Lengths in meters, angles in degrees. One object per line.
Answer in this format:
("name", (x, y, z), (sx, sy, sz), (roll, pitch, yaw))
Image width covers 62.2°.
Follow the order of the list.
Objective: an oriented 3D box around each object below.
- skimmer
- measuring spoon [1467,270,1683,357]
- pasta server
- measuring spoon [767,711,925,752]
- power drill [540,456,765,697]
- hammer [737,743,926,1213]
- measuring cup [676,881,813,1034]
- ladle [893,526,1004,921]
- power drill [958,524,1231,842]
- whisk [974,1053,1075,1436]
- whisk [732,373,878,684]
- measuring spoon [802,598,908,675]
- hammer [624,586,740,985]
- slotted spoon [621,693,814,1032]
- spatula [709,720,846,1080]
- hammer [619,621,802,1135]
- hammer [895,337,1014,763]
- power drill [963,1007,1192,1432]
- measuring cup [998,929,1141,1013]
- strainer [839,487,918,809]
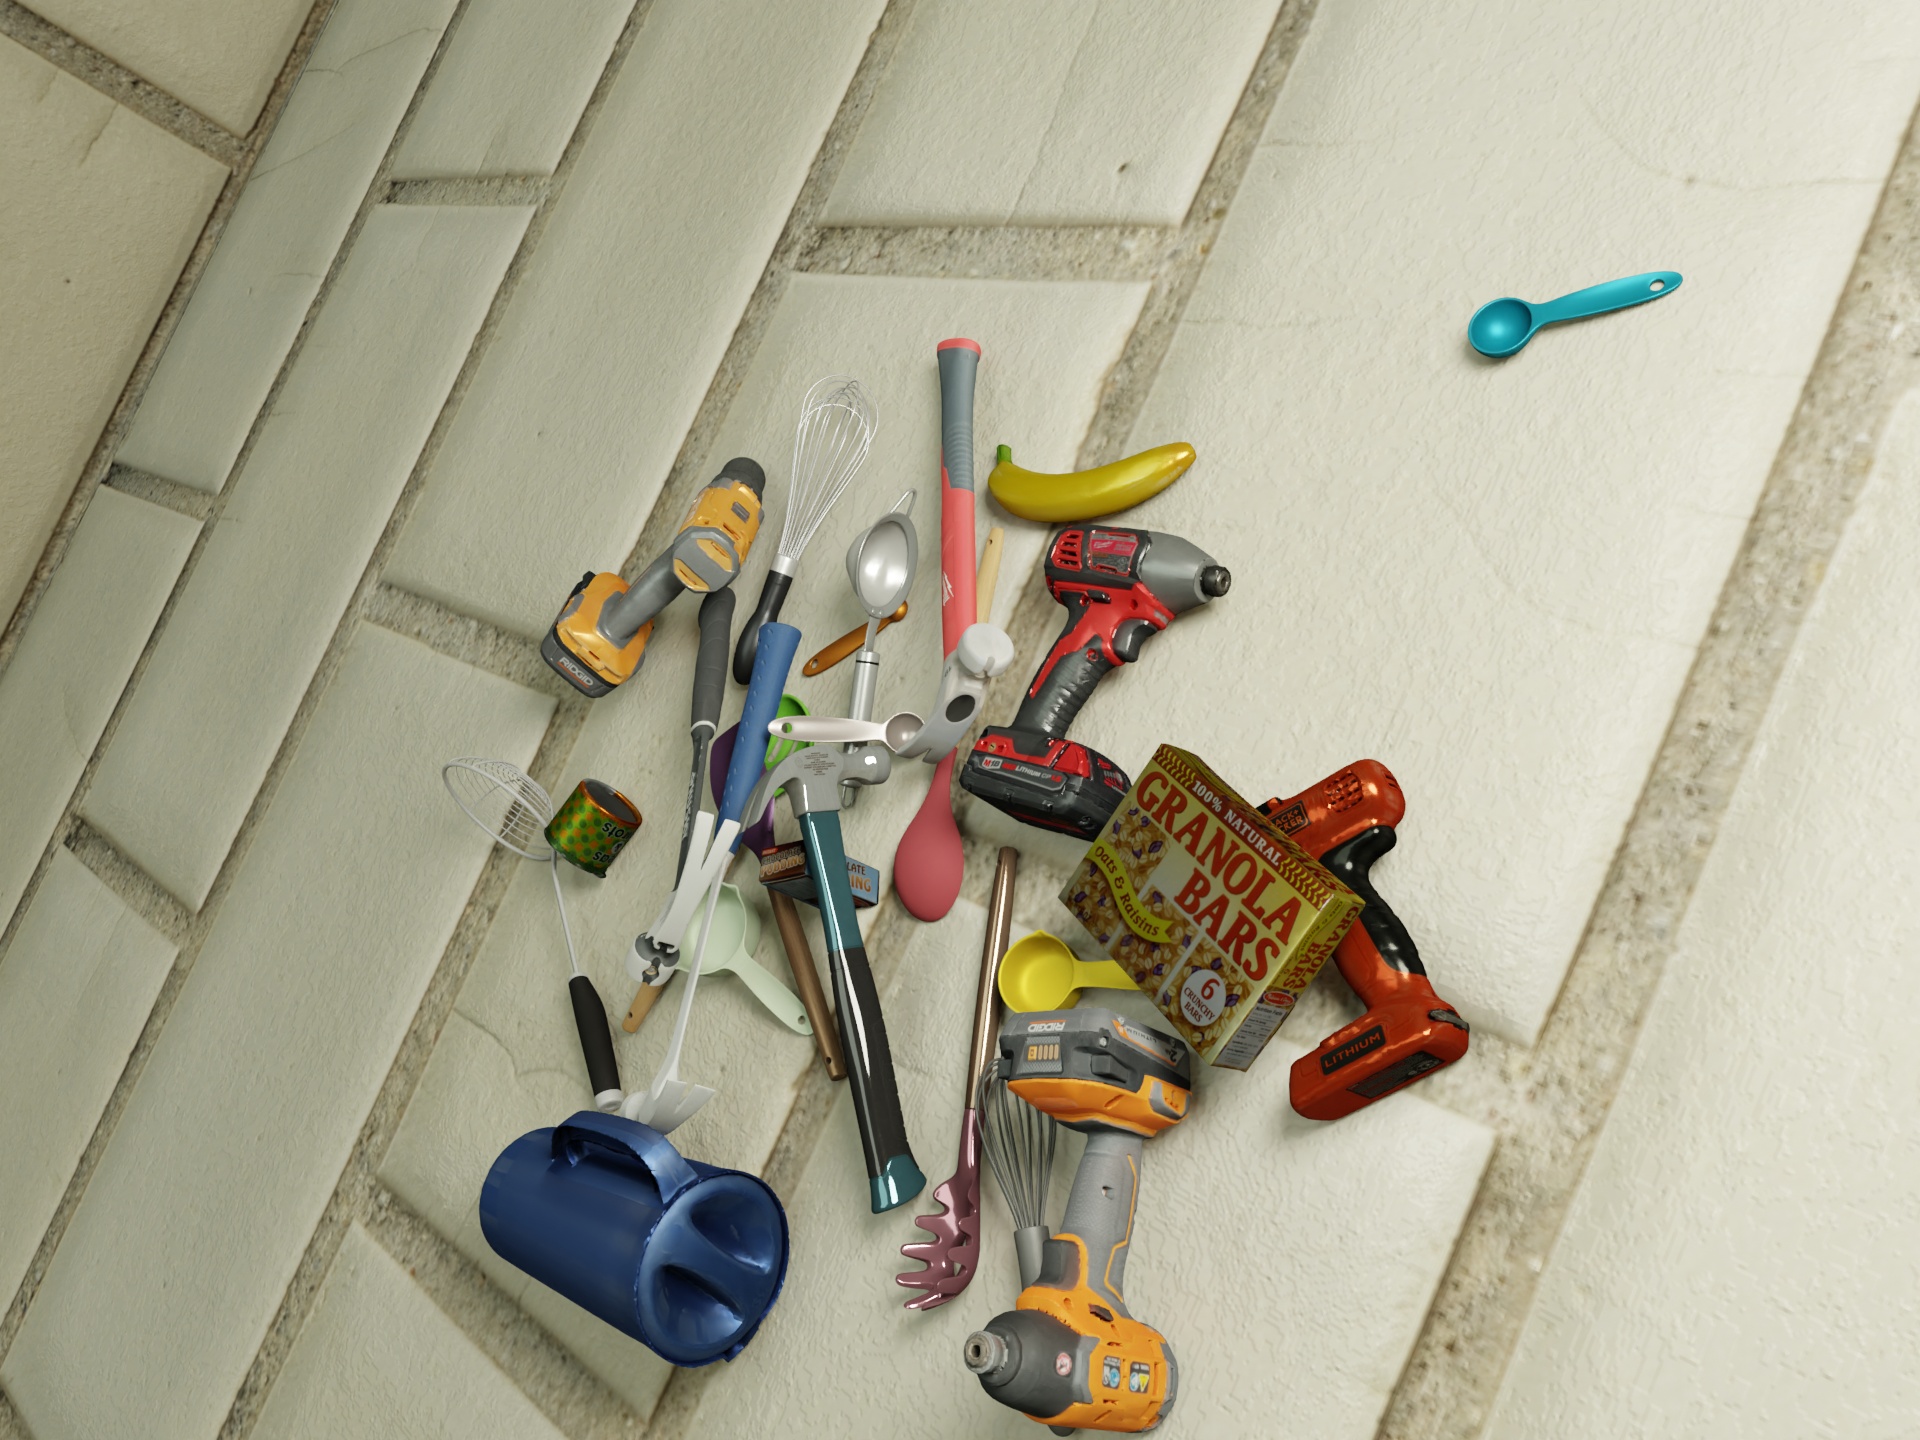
("skimmer", (-0.377, 0.184, 1.393), (0.090, 0.127, 0.364), (-15, 57, -14))
("measuring spoon", (0.388, -0.257, 1.006), (0.128, 0.021, 0.042), (-10, 63, 27))
("pasta server", (0.007, 0.236, 1.082), (0.060, 0.040, 0.316), (-23, 54, 55))
("measuring spoon", (-0.087, 0.009, 1.235), (0.124, 0.018, 0.034), (3, 75, -2))
("power drill", (-0.265, -0.139, 1.438), (0.226, 0.084, 0.185), (-36, 24, 26))
("hammer", (-0.077, 0.176, 1.124), (0.033, 0.128, 0.331), (-32, 66, 49))
("measuring cup", (-0.165, 0.194, 1.256), (0.168, 0.038, 0.083), (38, 90, 26))
("ladle", (-0.002, -0.004, 1.210), (0.069, 0.031, 0.315), (-4, 67, 42))
("power drill", (0.098, -0.032, 1.106), (0.143, 0.078, 0.220), (12, 76, 42))
("whisk", (0.047, 0.323, 1.006), (0.055, 0.055, 0.239), (-25, 61, 30))
("whisk", (-0.143, -0.165, 1.381), (0.070, 0.070, 0.284), (20, 89, 43))
("measuring spoon", (-0.090, -0.069, 1.322), (0.117, 0.011, 0.021), (-31, 53, 26))
("hammer", (-0.207, 0.015, 1.274), (0.149, 0.036, 0.409), (-58, 21, 33))
("slotted spoon", (-0.202, 0.122, 1.320), (0.070, 0.031, 0.314), (31, 94, 35))
("spatula", (-0.143, 0.137, 1.247), (0.060, 0.018, 0.316), (-37, 58, 22))
("hammer", (-0.181, 0.112, 1.218), (0.144, 0.035, 0.406), (-33, 42, 61))
("hammer", (-0.008, -0.151, 1.239), (0.143, 0.038, 0.387), (124, 153, -46))
("power drill", (0.066, 0.288, 0.924), (0.084, 0.164, 0.227), (-12, 61, 37))
("measuring cup", (0.100, 0.171, 1.050), (0.156, 0.029, 0.062), (-5, 66, 26))
("strainer", (-0.075, -0.058, 1.261), (0.050, 0.086, 0.258), (7, 88, 29))
